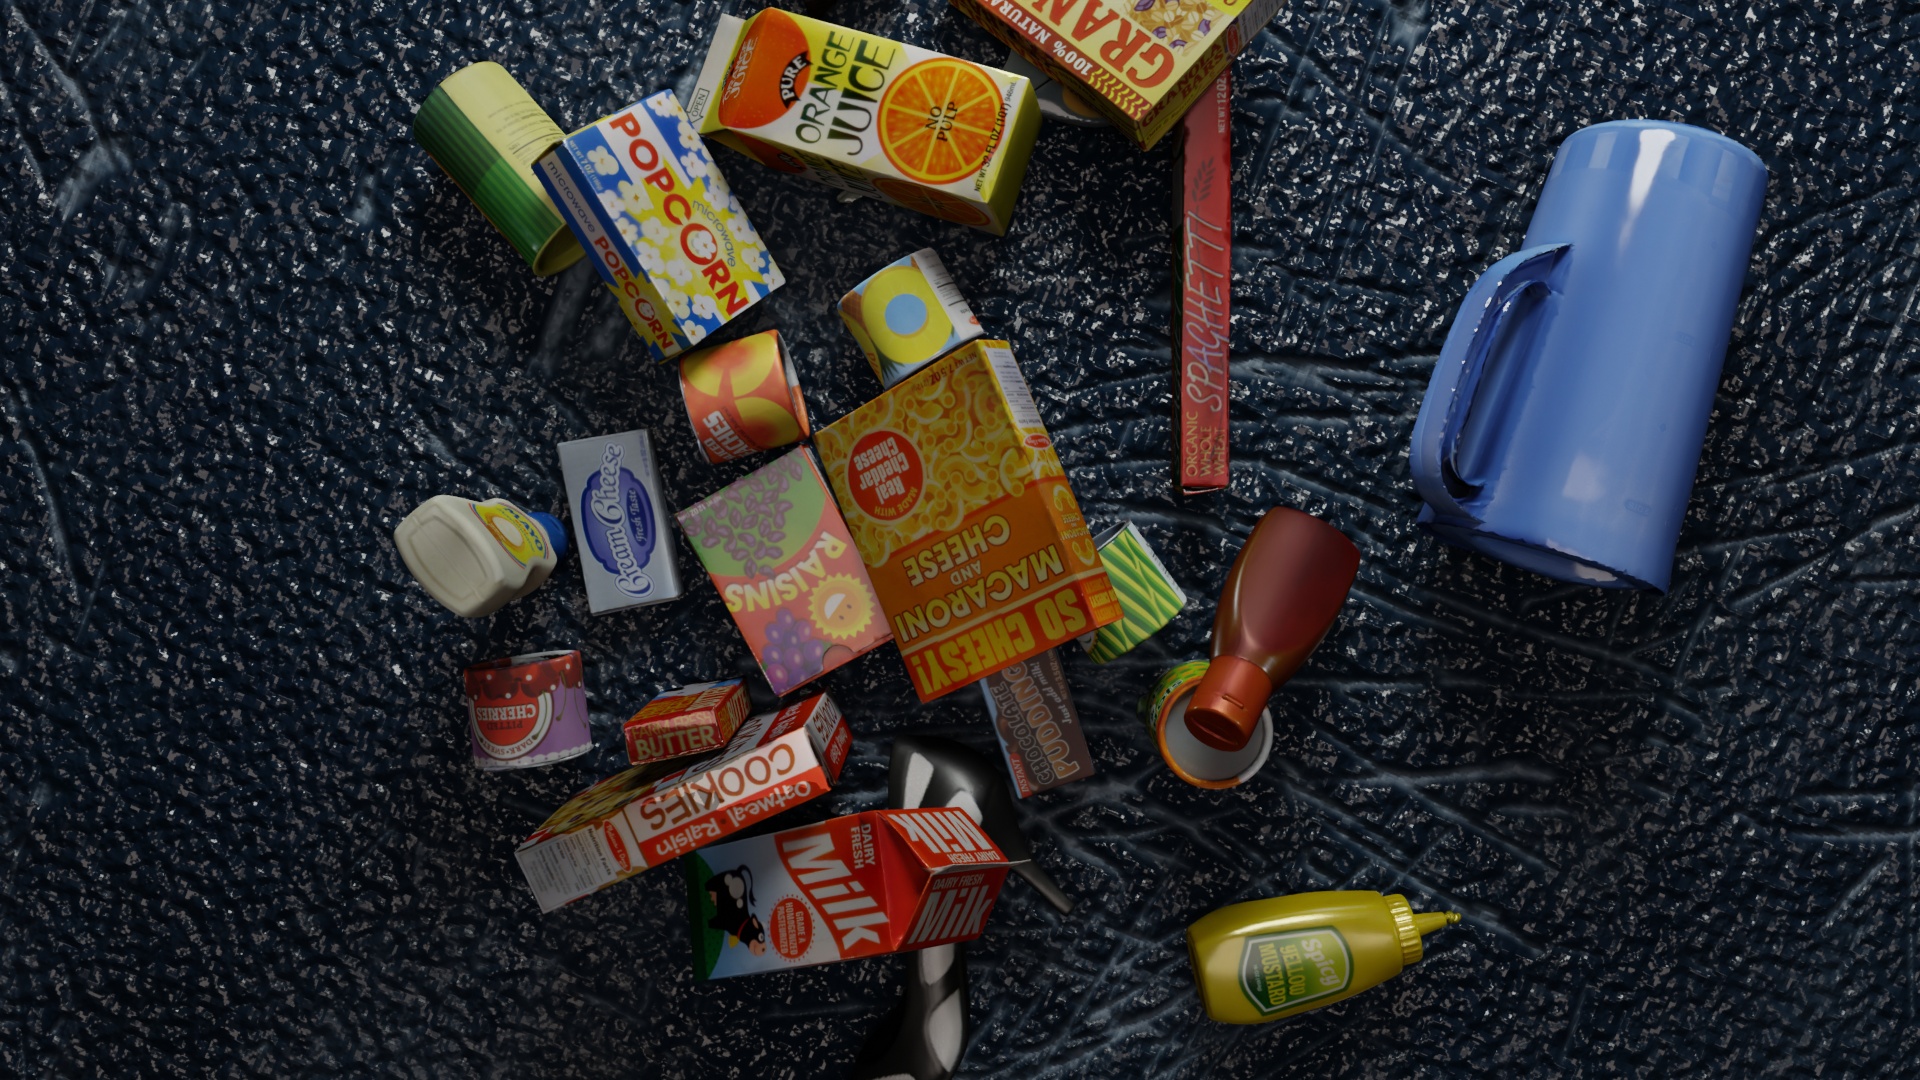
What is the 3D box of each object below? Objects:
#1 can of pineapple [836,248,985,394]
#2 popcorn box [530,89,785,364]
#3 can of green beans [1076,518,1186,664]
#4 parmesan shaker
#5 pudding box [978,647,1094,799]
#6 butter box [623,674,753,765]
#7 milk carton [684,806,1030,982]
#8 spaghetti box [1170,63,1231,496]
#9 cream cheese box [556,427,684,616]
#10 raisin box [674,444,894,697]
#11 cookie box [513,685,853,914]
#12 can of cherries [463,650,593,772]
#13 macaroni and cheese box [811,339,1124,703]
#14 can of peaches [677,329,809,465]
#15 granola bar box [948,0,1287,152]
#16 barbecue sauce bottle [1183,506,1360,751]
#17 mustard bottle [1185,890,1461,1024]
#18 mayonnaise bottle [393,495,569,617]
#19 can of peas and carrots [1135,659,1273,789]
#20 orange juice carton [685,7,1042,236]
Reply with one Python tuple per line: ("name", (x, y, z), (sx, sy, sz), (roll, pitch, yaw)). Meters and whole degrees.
("can of pineapple", (-0.030, -0.124, 0.790), (0.071, 0.071, 0.058), (-31, 92, 2))
("popcorn box", (-0.164, -0.174, 0.766), (0.038, 0.085, 0.126), (-15, 112, 43))
("can of green beans", (0.087, 0.029, 0.797), (0.071, 0.071, 0.058), (-36, 93, 2))
("parmesan shaker", (-0.249, -0.211, 0.790), (0.071, 0.071, 0.103), (-42, 91, 3))
("pudding box", (0.043, 0.104, 0.819), (0.050, 0.030, 0.083), (-17, 92, 2))
("butter box", (-0.152, 0.100, 0.784), (0.053, 0.103, 0.024), (-11, 94, 0))
("milk carton", (-0.058, 0.189, 0.751), (0.190, 0.072, 0.073), (-19, 71, 33))
("spaghetti box", (0.137, -0.151, 0.795), (0.029, 0.050, 0.249), (0, 93, 2))
("cream cheese box", (-0.199, -0.011, 0.818), (0.053, 0.024, 0.103), (-11, 93, 1))
("raisin box", (-0.097, 0.017, 0.811), (0.086, 0.040, 0.123), (-29, 93, 1))
("cookie box", (-0.147, 0.140, 0.775), (0.167, 0.123, 0.040), (-23, 94, 2))
("can of cherries", (-0.250, 0.097, 0.800), (0.071, 0.071, 0.058), (-6, 93, 1))
("macaroni and cheese box", (0.003, -0.010, 0.771), (0.123, 0.040, 0.166), (-27, 82, 30))
("can of peaches", (-0.122, -0.080, 0.792), (0.058, 0.071, 0.071), (-15, 93, 1))
("granola bar box", (0.083, -0.311, 0.764), (0.124, 0.039, 0.166), (-47, 69, 3))
("barbecue sauce bottle", (0.169, 0.049, 0.769), (0.065, 0.043, 0.149), (30, 56, 8))
("mustard bottle", (0.216, 0.236, 0.814), (0.160, 0.049, 0.065), (-14, 95, 1))
("mayonnaise bottle", (-0.252, 0.005, 0.757), (0.041, 0.148, 0.065), (-39, 92, 3))
("can of peas and carrots", (0.140, 0.105, 0.804), (0.071, 0.059, 0.071), (0, 93, 0))
("orange juice carton", (-0.058, -0.236, 0.772), (0.193, 0.073, 0.072), (19, 91, 10))
